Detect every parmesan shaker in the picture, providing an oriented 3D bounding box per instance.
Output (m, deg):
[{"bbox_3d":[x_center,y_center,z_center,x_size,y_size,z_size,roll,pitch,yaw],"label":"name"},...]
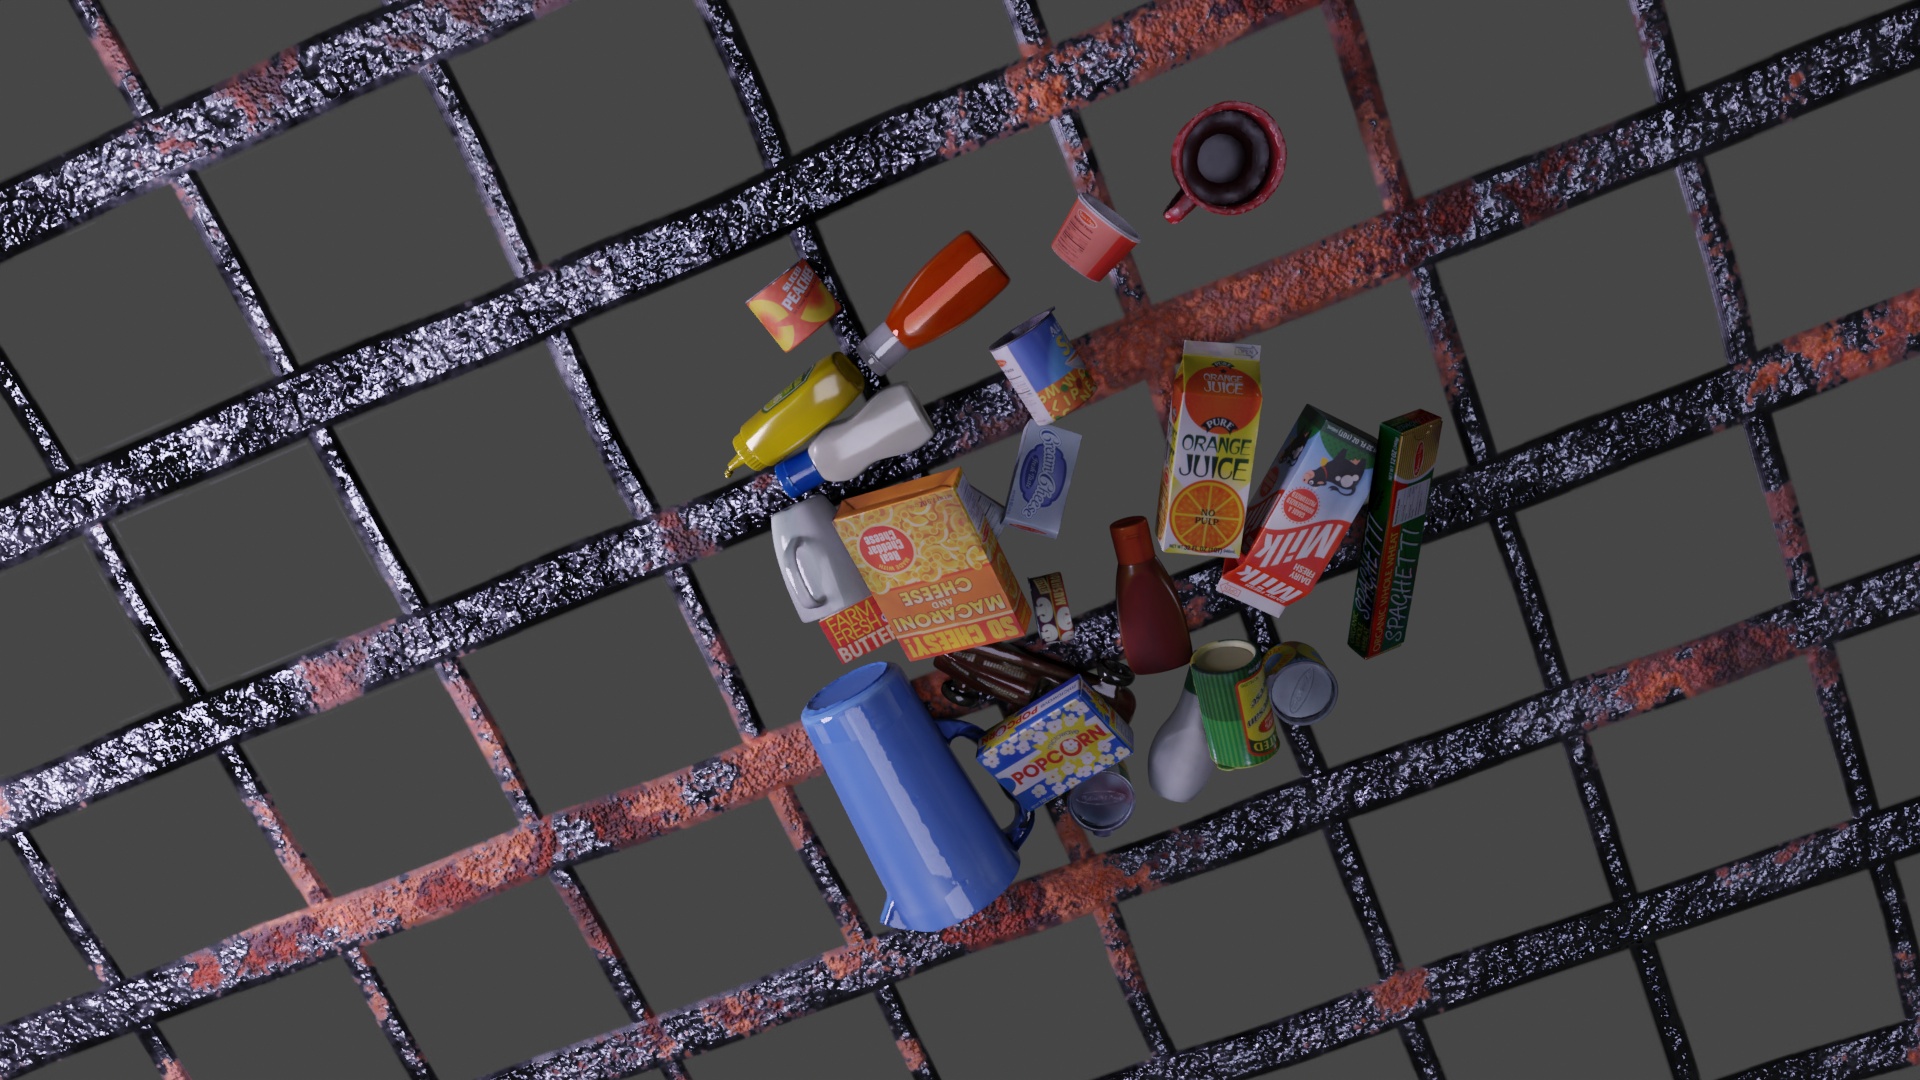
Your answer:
[{"bbox_3d":[0.255,0.153,1.296,0.071,0.071,0.102,-14,112,5],"label":"parmesan shaker"}]

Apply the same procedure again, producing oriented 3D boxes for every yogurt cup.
[{"bbox_3d":[0.117,-0.266,1.227,0.072,0.073,0.053,35,111,-9],"label":"yogurt cup"}]

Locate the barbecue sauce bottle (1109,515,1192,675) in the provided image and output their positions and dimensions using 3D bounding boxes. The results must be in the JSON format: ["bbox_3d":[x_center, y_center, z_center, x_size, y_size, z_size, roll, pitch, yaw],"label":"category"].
[{"bbox_3d":[0.176,0.051,1.323,0.065,0.044,0.148,-14,104,6],"label":"barbecue sauce bottle"}]

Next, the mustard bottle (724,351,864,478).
[{"bbox_3d":[-0.160,-0.108,1.273,0.160,0.065,0.048,-37,106,14],"label":"mustard bottle"}]

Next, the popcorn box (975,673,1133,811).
[{"bbox_3d":[0.090,0.193,1.321,0.126,0.038,0.085,-34,113,21],"label":"popcorn box"}]

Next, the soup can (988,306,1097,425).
[{"bbox_3d":[0.078,-0.157,1.255,0.071,0.071,0.083,-32,103,9],"label":"soup can"}]

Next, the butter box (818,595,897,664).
[{"bbox_3d":[-0.080,0.074,1.341,0.103,0.024,0.053,-27,103,7],"label":"butter box"}]

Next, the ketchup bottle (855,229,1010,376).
[{"bbox_3d":[-0.029,-0.209,1.253,0.148,0.044,0.064,-40,101,11],"label":"ketchup bottle"}]

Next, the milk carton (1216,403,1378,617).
[{"bbox_3d":[0.312,-0.022,1.286,0.072,0.073,0.190,24,104,-8],"label":"milk carton"}]

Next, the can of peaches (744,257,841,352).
[{"bbox_3d":[-0.148,-0.211,1.240,0.071,0.071,0.058,-36,103,10],"label":"can of peaches"}]

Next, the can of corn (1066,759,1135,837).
[{"bbox_3d":[0.137,0.247,1.369,0.071,0.058,0.071,0,106,0],"label":"can of corn"}]

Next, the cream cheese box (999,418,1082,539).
[{"bbox_3d":[0.075,-0.056,1.277,0.053,0.024,0.104,16,69,-5],"label":"cream cheese box"}]

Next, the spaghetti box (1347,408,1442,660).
[{"bbox_3d":[0.394,-0.001,1.268,0.050,0.029,0.248,-19,127,-24],"label":"spaghetti box"}]

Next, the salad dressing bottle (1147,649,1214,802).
[{"bbox_3d":[0.226,0.181,1.359,0.064,0.044,0.147,14,103,-1],"label":"salad dressing bottle"}]

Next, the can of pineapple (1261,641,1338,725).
[{"bbox_3d":[0.322,0.135,1.337,0.071,0.058,0.070,0,105,0],"label":"can of pineapple"}]

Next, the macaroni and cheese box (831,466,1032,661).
[{"bbox_3d":[-0.023,0.024,1.262,0.123,0.040,0.166,-15,119,23],"label":"macaroni and cheese box"}]

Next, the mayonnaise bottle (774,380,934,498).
[{"bbox_3d":[-0.101,-0.089,1.289,0.148,0.041,0.064,-28,102,9],"label":"mayonnaise bottle"}]

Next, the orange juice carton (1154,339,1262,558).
[{"bbox_3d":[0.227,-0.086,1.269,0.072,0.073,0.192,5,105,0],"label":"orange juice carton"}]

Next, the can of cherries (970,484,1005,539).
[{"bbox_3d":[0.005,-0.016,1.297,0.058,0.072,0.071,32,104,-9],"label":"can of cherries"}]

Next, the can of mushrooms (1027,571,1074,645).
[{"bbox_3d":[0.085,0.062,1.314,0.033,0.071,0.071,-12,105,4],"label":"can of mushrooms"}]
